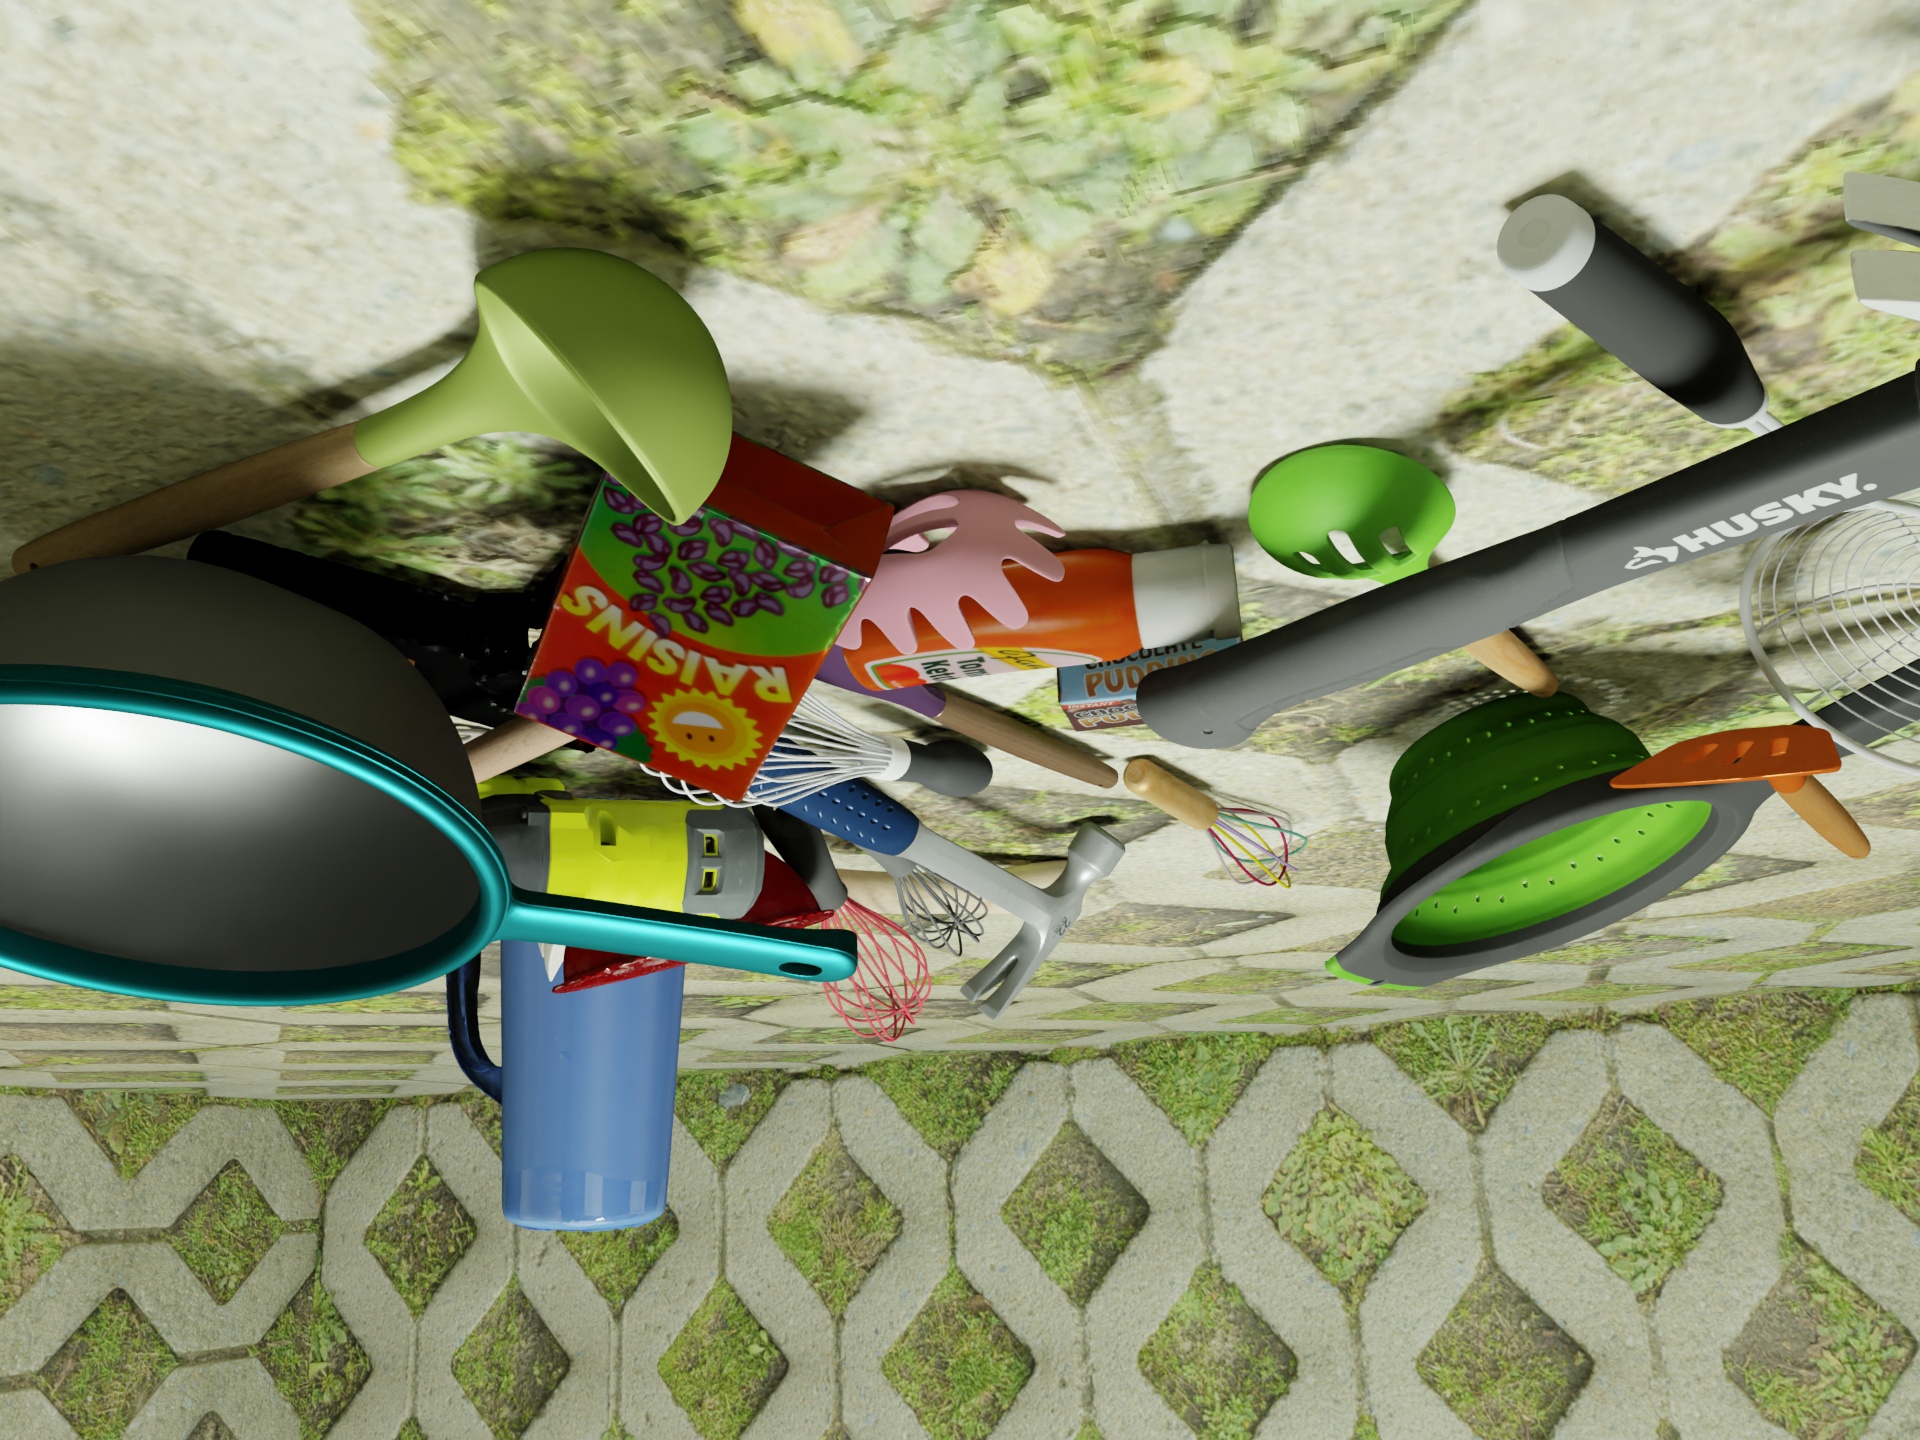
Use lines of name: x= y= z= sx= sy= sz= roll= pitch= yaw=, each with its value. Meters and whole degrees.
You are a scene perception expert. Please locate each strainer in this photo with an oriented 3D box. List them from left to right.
strainer: x=-0.193 y=0.024 z=0.545 sx=0.340 sy=0.095 sz=0.211 roll=13 pitch=145 yaw=-23

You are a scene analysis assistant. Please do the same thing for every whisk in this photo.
whisk: x=-0.076 y=0.120 z=1.000 sx=0.073 sy=0.073 sz=0.295 roll=-6 pitch=142 yaw=12
whisk: x=-0.053 y=0.014 z=0.760 sx=0.070 sy=0.070 sz=0.284 roll=-11 pitch=170 yaw=26
whisk: x=-0.038 y=0.089 z=0.986 sx=0.055 sy=0.055 sz=0.238 roll=-9 pitch=149 yaw=19
whisk: x=0.164 y=0.066 z=1.002 sx=0.051 sy=0.047 sz=0.244 roll=-11 pitch=159 yaw=28

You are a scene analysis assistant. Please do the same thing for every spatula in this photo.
spatula: x=-0.001 y=-0.003 z=0.784 sx=0.060 sy=0.018 sz=0.315 roll=-1 pitch=167 yaw=34
spatula: x=0.378 y=0.039 z=0.717 sx=0.081 sy=0.041 sz=0.322 roll=-7 pitch=162 yaw=37

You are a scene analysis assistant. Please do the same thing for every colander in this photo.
colander: x=0.349 y=0.009 z=0.790 sx=0.397 sy=0.095 sz=0.204 roll=-36 pitch=146 yaw=30

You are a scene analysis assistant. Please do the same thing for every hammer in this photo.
hammer: x=-0.080 y=0.121 z=1.080 sx=0.410 sy=0.038 sz=0.146 roll=7 pitch=134 yaw=-39
hammer: x=-0.030 y=0.074 z=0.905 sx=0.035 sy=0.144 sz=0.405 roll=34 pitch=180 yaw=35
hammer: x=0.173 y=-0.047 z=0.482 sx=0.146 sy=0.035 sz=0.335 roll=22 pitch=153 yaw=-29

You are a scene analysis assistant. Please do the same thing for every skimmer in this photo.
skimmer: x=0.265 y=-0.057 z=0.517 sx=0.363 sy=0.090 sz=0.127 roll=15 pitch=-174 yaw=-41

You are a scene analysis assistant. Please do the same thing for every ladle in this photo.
ladle: x=-0.197 y=-0.068 z=0.469 sx=0.320 sy=0.062 sz=0.078 roll=-9 pitch=133 yaw=31

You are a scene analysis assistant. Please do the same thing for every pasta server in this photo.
pasta server: x=-0.106 y=-0.014 z=0.598 sx=0.316 sy=0.060 sz=0.040 roll=-23 pitch=130 yaw=26

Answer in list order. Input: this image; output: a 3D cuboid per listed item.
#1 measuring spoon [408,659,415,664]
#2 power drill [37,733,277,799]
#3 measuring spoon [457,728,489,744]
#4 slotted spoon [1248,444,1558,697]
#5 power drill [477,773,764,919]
measuring spoon: x=-0.278 y=-0.017 z=0.699 sx=0.117 sy=0.011 sz=0.021 roll=-14 pitch=160 yaw=33
power drill: x=-0.363 y=0.027 z=0.680 sx=0.164 sy=0.084 sz=0.226 roll=4 pitch=156 yaw=-21
measuring spoon: x=-0.292 y=0.005 z=0.777 sx=0.124 sy=0.018 sz=0.034 roll=-1 pitch=156 yaw=-29
slotted spoon: x=0.203 y=-0.046 z=0.657 sx=0.070 sy=0.031 sz=0.313 roll=-14 pitch=162 yaw=31
power drill: x=-0.223 y=0.063 z=0.769 sx=0.171 sy=0.080 sz=0.223 roll=5 pitch=175 yaw=-37
